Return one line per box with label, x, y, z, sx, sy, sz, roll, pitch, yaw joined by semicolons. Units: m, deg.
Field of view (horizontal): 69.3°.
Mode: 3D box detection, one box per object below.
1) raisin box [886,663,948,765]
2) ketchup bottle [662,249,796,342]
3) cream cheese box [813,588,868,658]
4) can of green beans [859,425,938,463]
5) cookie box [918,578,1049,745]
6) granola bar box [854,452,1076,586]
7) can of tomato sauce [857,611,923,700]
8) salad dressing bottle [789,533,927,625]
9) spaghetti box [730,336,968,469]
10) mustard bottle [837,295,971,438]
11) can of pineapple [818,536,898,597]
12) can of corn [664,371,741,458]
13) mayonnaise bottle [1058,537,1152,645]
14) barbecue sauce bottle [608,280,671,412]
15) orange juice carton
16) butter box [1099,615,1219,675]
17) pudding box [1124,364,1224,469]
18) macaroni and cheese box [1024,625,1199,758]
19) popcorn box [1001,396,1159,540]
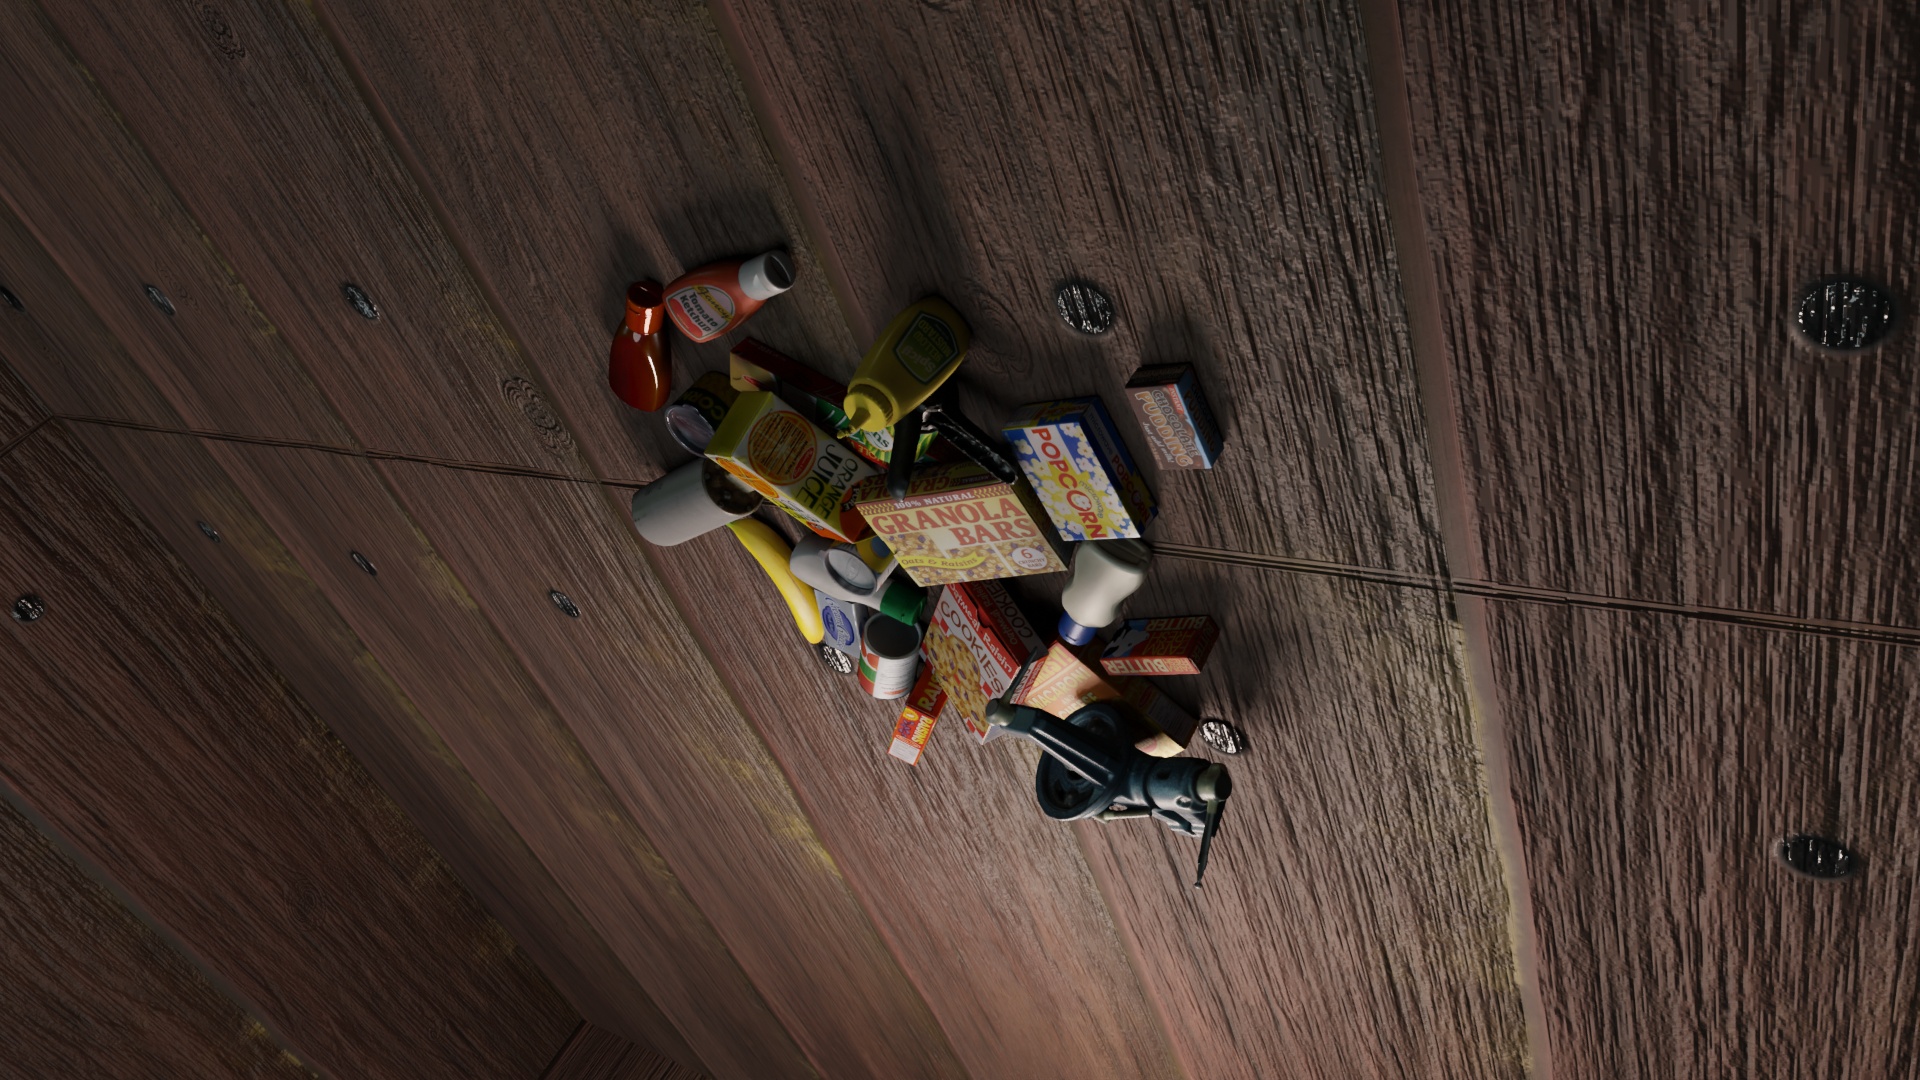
raisin box;-0.038;0.181;1.524;0.040;0.086;0.122;27;145;4
ketchup bottle;-0.204;-0.223;1.243;0.148;0.044;0.064;-11;123;46
cream cheese box;-0.129;0.087;1.550;0.053;0.024;0.103;20;142;22
can of green beans;-0.050;-0.108;1.222;0.071;0.071;0.057;38;145;-1
cookie box;0.020;0.113;1.392;0.123;0.040;0.166;54;150;23
granola bar box;0.005;-0.016;1.262;0.165;0.039;0.123;-8;136;32
can of tomato sauce;-0.078;0.123;1.512;0.071;0.071;0.082;28;143;13
salad dressing bottle;-0.107;0.043;1.465;0.148;0.044;0.064;26;142;14
spaghetti box;-0.105;-0.113;1.296;0.250;0.029;0.050;28;144;13
mustard bottle;-0.051;-0.131;1.114;0.065;0.161;0.048;45;143;-13
can of pineapple;-0.099;0.013;1.409;0.071;0.058;0.070;23;142;19
can of corn;-0.249;-0.127;1.378;0.071;0.058;0.070;23;143;19
mayonnaise bottle;0.125;0.045;1.270;0.065;0.041;0.147;29;145;6
barbecue sauce bottle;-0.315;-0.193;1.373;0.065;0.044;0.147;32;144;7
orange juice carton;-0.138;-0.058;1.313;0.192;0.073;0.072;37;167;-29
butter box;0.181;0.097;1.268;0.103;0.053;0.024;-6;128;45
pudding box;0.167;-0.095;1.081;0.049;0.030;0.083;0;131;39
macaroni and cheese box;0.137;0.162;1.392;0.166;0.040;0.123;40;144;-4
popcorn box;0.101;-0.059;1.172;0.085;0.038;0.126;-4;129;43
